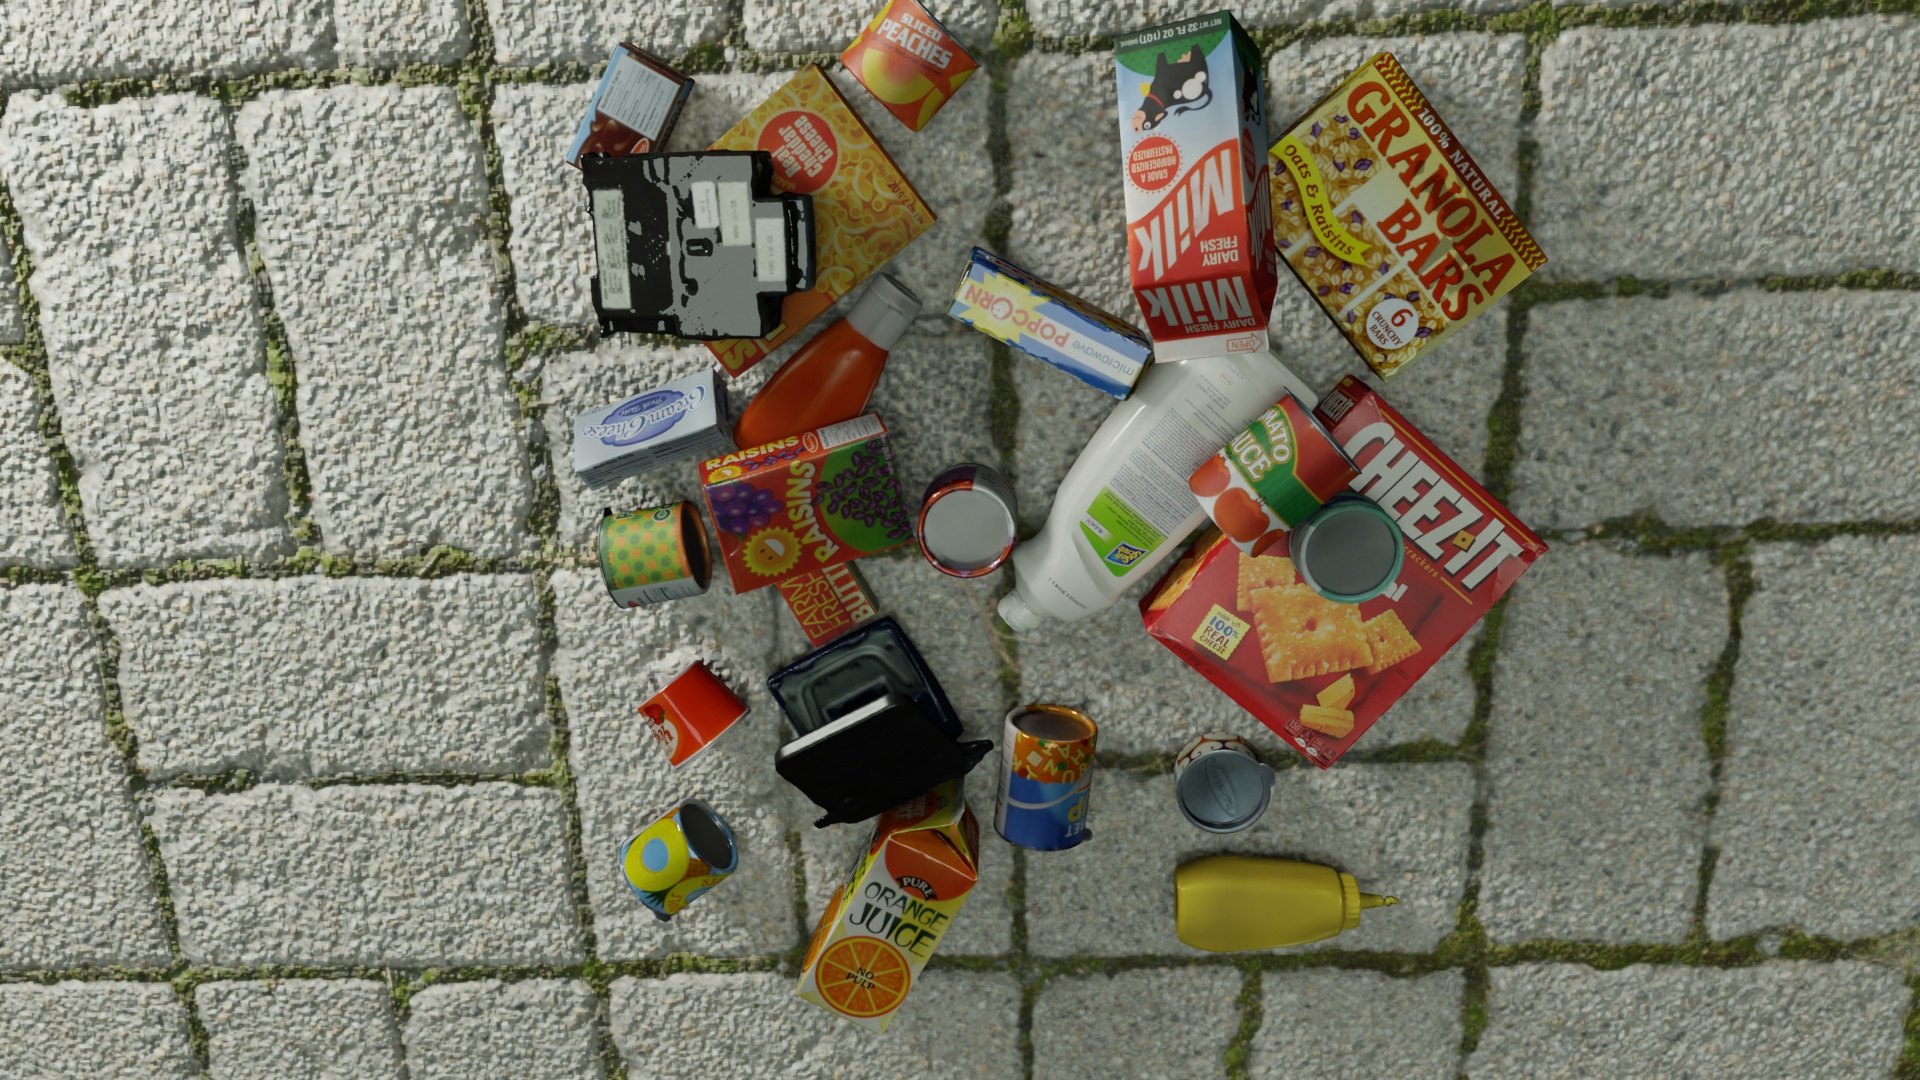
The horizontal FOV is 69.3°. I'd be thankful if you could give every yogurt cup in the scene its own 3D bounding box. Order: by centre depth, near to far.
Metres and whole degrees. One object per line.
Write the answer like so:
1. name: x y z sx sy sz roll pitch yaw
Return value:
1. yogurt cup: -0.190 0.121 0.979 0.072 0.072 0.054 -38 94 12

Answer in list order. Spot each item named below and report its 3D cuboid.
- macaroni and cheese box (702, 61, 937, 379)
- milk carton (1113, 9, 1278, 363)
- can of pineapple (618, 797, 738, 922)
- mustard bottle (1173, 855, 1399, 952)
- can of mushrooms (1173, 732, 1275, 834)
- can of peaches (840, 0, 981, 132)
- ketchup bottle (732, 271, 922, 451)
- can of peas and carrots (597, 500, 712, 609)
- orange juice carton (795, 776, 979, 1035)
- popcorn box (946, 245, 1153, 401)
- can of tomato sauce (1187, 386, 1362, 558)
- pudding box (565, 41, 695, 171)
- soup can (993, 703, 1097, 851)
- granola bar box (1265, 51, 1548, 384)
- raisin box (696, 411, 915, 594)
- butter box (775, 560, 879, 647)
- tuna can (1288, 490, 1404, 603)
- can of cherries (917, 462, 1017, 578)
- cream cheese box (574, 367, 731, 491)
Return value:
1. macaroni and cheese box: -0.117 -0.202 0.890 0.166 0.040 0.123 -36 101 12
2. milk carton: 0.142 -0.203 0.824 0.072 0.073 0.190 -4 89 26
3. can of pineapple: -0.203 0.231 1.009 0.058 0.071 0.071 -37 102 12
4. mustard bottle: 0.237 0.264 1.011 0.160 0.049 0.065 -1 107 2
5. can of mushrooms: 0.189 0.172 0.993 0.071 0.033 0.070 1 106 3
6. can of peaches: -0.031 -0.292 0.844 0.071 0.071 0.058 44 105 -10
7. ketchup bottle: -0.084 -0.108 0.914 0.064 0.044 0.148 34 105 -23
8. can of peas and carrots: -0.207 0.007 0.944 0.059 0.071 0.070 -10 106 5
9. orange juice carton: -0.042 0.253 1.007 0.073 0.072 0.192 27 106 -6
10. popcorn box: 0.056 -0.138 0.878 0.127 0.085 0.038 26 108 -6
11. can of tomato sauce: 0.190 -0.041 0.849 0.083 0.071 0.071 -41 101 16
12. pudding box: -0.210 -0.266 0.880 0.049 0.030 0.083 28 106 -7
13. soup can: 0.063 0.166 0.979 0.071 0.071 0.083 6 107 1
14. granola bar box: 0.265 -0.201 0.875 0.124 0.039 0.165 -39 101 14
15. raisin box: -0.100 -0.024 0.906 0.123 0.040 0.085 -17 123 -7
16. butter box: -0.104 0.019 0.964 0.053 0.024 0.103 -28 104 9
17. tuna can: 0.243 0.004 0.867 0.071 0.033 0.071 1 104 3
18. can of cherries: 0.003 -0.012 0.933 0.071 0.058 0.071 1 107 2
19. cream cheese box: -0.205 -0.074 0.925 0.104 0.053 0.024 -18 143 8
